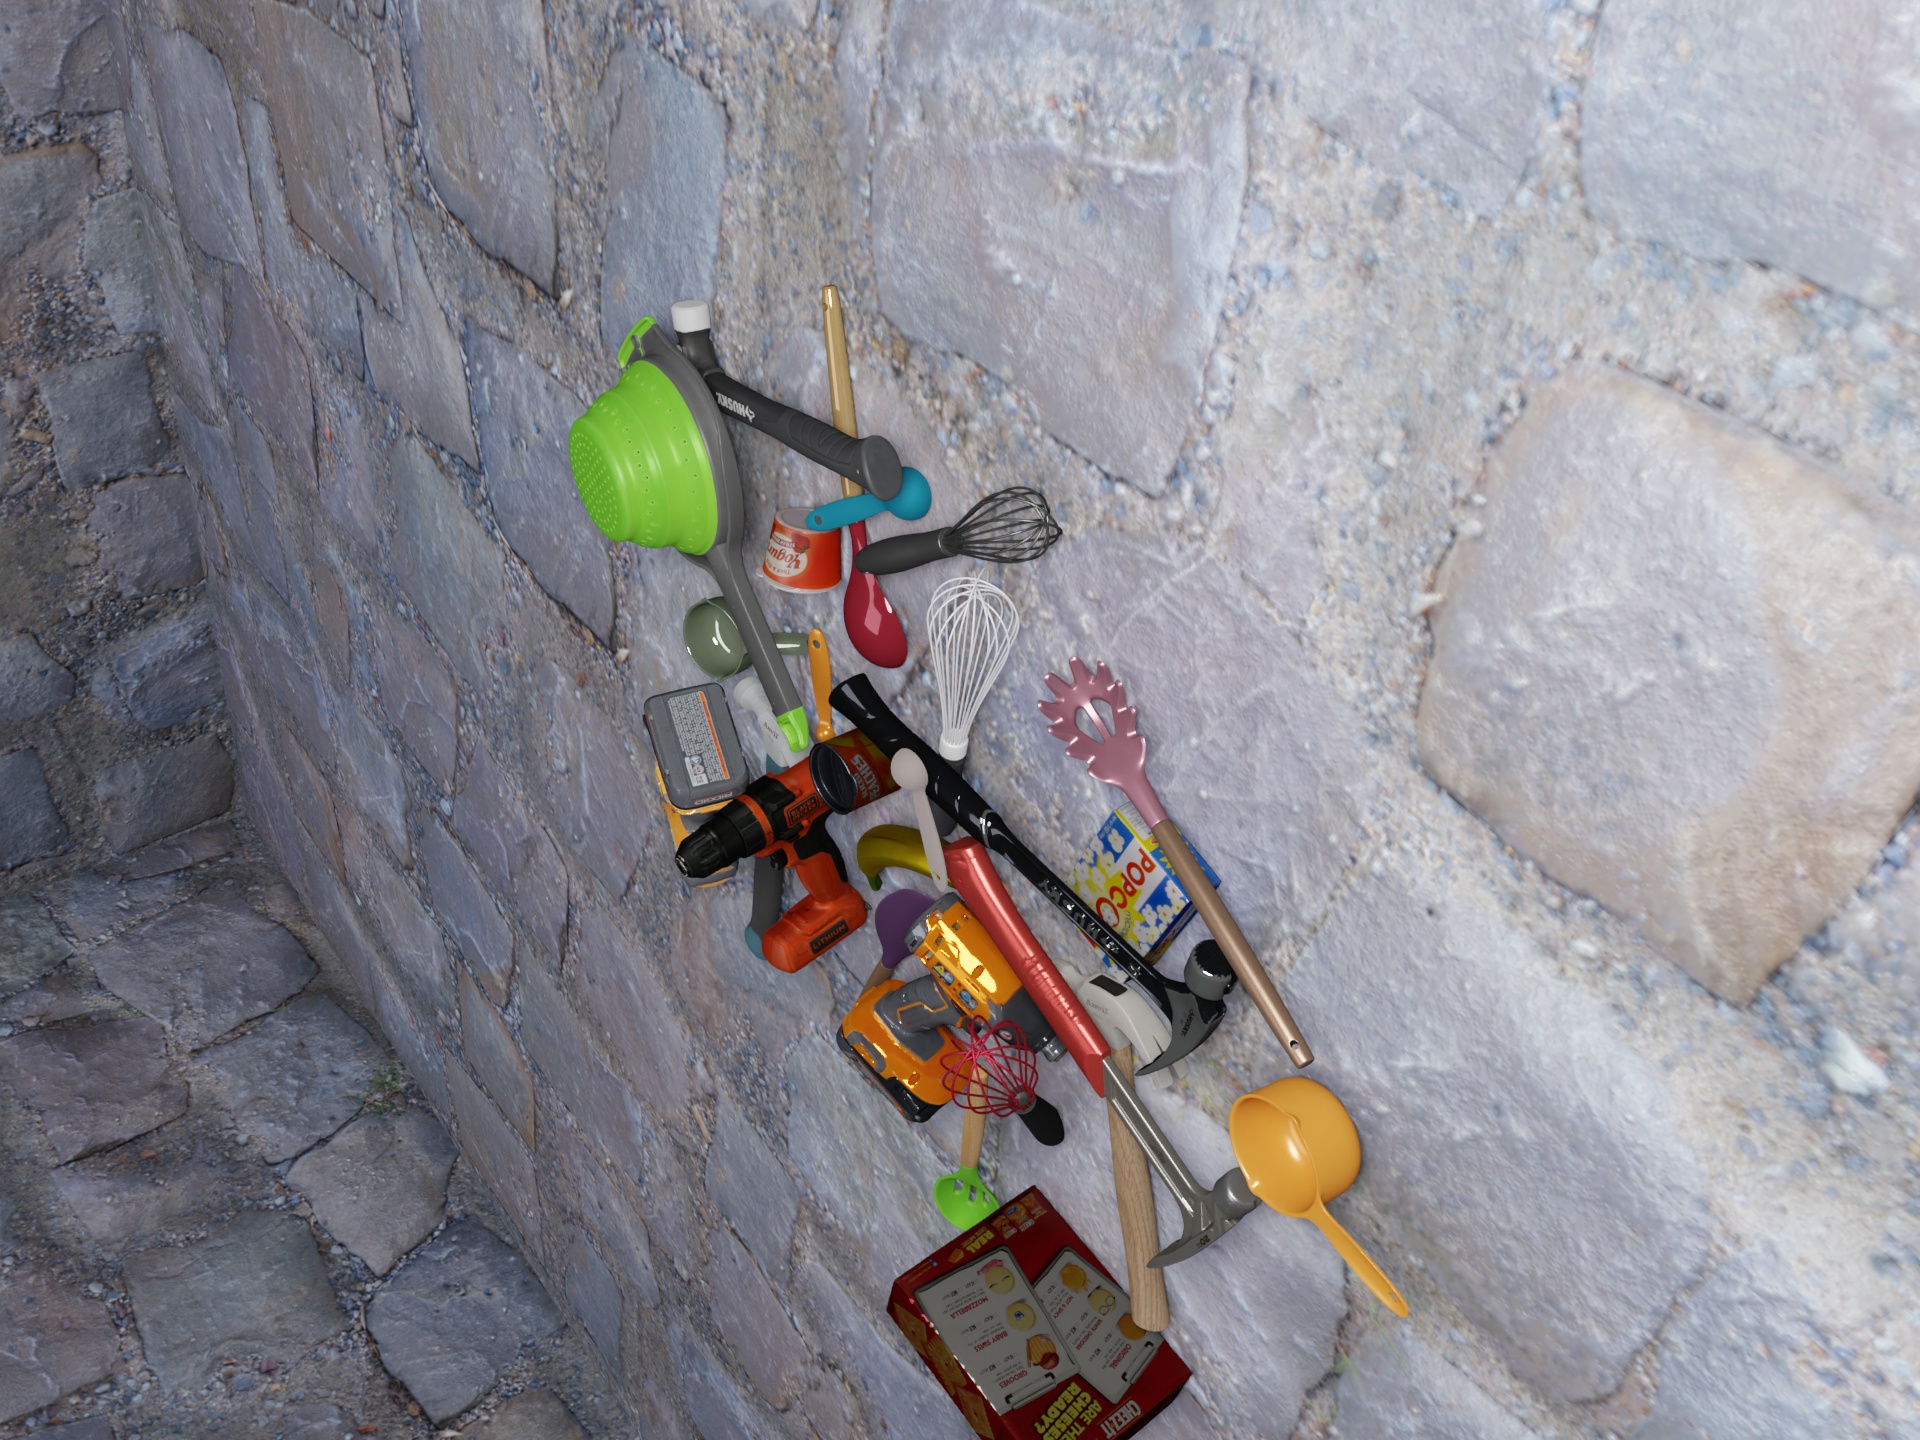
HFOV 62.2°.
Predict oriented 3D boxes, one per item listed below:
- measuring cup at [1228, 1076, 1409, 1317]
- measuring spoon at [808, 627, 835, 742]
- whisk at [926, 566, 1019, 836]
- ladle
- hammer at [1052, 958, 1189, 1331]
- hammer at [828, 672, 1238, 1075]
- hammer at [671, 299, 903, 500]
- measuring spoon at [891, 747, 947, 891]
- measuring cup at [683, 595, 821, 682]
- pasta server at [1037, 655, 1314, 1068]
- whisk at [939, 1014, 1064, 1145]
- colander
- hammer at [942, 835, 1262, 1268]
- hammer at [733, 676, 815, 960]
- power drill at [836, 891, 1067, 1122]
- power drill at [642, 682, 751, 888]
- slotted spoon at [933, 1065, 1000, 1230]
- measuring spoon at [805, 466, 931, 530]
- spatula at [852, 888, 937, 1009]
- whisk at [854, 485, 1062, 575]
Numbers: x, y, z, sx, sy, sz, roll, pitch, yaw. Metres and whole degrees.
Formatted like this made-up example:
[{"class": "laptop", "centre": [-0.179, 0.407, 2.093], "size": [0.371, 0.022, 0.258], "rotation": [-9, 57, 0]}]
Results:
[{"class": "measuring cup", "centre": [0.255, 0.316, 1.067], "size": [0.174, 0.052, 0.095], "rotation": [50, 144, 32]}, {"class": "measuring spoon", "centre": [-0.126, -0.029, 1.424], "size": [0.021, 0.011, 0.116], "rotation": [13, 123, 24]}, {"class": "whisk", "centre": [-0.002, -0.003, 1.241], "size": [0.070, 0.070, 0.284], "rotation": [44, 144, 30]}, {"class": "ladle", "centre": [-0.085, -0.186, 1.269], "size": [0.069, 0.031, 0.315], "rotation": [15, 120, 42]}, {"class": "hammer", "centre": [0.138, 0.355, 1.282], "size": [0.130, 0.031, 0.331], "rotation": [17, 123, 49]}, {"class": "hammer", "centre": [0.037, 0.097, 1.184], "size": [0.409, 0.036, 0.149], "rotation": [42, 141, 28]}, {"class": "hammer", "centre": [-0.145, -0.235, 1.282], "size": [0.335, 0.035, 0.146], "rotation": [34, 135, 48]}, {"class": "measuring spoon", "centre": [-0.032, 0.080, 1.217], "size": [0.034, 0.018, 0.124], "rotation": [13, 124, 50]}, {"class": "measuring cup", "centre": [-0.184, -0.077, 1.470], "size": [0.168, 0.038, 0.083], "rotation": [4, 111, 35]}, {"class": "pasta server", "centre": [0.145, 0.090, 1.061], "size": [0.316, 0.060, 0.040], "rotation": [61, -171, 26]}, {"class": "whisk", "centre": [0.044, 0.294, 1.249], "size": [0.073, 0.073, 0.295], "rotation": [44, 173, 29]}, {"class": "colander", "centre": [-0.244, -0.144, 1.381], "size": [0.204, 0.094, 0.397], "rotation": [-21, 92, 62]}, {"class": "hammer", "centre": [0.087, 0.244, 1.223], "size": [0.359, 0.036, 0.149], "rotation": [54, 143, 18]}, {"class": "hammer", "centre": [-0.188, 0.117, 1.584], "size": [0.128, 0.033, 0.330], "rotation": [43, 140, 32]}, {"class": "power drill", "centre": [-0.006, 0.262, 1.374], "size": [0.164, 0.084, 0.226], "rotation": [45, 139, 8]}, {"class": "power drill", "centre": [-0.268, 0.045, 1.575], "size": [0.226, 0.084, 0.185], "rotation": [108, 145, -61]}, {"class": "slotted spoon", "centre": [0.012, 0.383, 1.421], "size": [0.070, 0.031, 0.313], "rotation": [21, 144, 13]}, {"class": "measuring spoon", "centre": [-0.078, -0.165, 1.241], "size": [0.128, 0.021, 0.042], "rotation": [-10, 104, 37]}, {"class": "spatula", "centre": [-0.077, 0.240, 1.510], "size": [0.060, 0.018, 0.315], "rotation": [25, 141, -1]}, {"class": "whisk", "centre": [-0.011, -0.131, 1.171], "size": [0.239, 0.055, 0.055], "rotation": [-5, 105, 53]}]
